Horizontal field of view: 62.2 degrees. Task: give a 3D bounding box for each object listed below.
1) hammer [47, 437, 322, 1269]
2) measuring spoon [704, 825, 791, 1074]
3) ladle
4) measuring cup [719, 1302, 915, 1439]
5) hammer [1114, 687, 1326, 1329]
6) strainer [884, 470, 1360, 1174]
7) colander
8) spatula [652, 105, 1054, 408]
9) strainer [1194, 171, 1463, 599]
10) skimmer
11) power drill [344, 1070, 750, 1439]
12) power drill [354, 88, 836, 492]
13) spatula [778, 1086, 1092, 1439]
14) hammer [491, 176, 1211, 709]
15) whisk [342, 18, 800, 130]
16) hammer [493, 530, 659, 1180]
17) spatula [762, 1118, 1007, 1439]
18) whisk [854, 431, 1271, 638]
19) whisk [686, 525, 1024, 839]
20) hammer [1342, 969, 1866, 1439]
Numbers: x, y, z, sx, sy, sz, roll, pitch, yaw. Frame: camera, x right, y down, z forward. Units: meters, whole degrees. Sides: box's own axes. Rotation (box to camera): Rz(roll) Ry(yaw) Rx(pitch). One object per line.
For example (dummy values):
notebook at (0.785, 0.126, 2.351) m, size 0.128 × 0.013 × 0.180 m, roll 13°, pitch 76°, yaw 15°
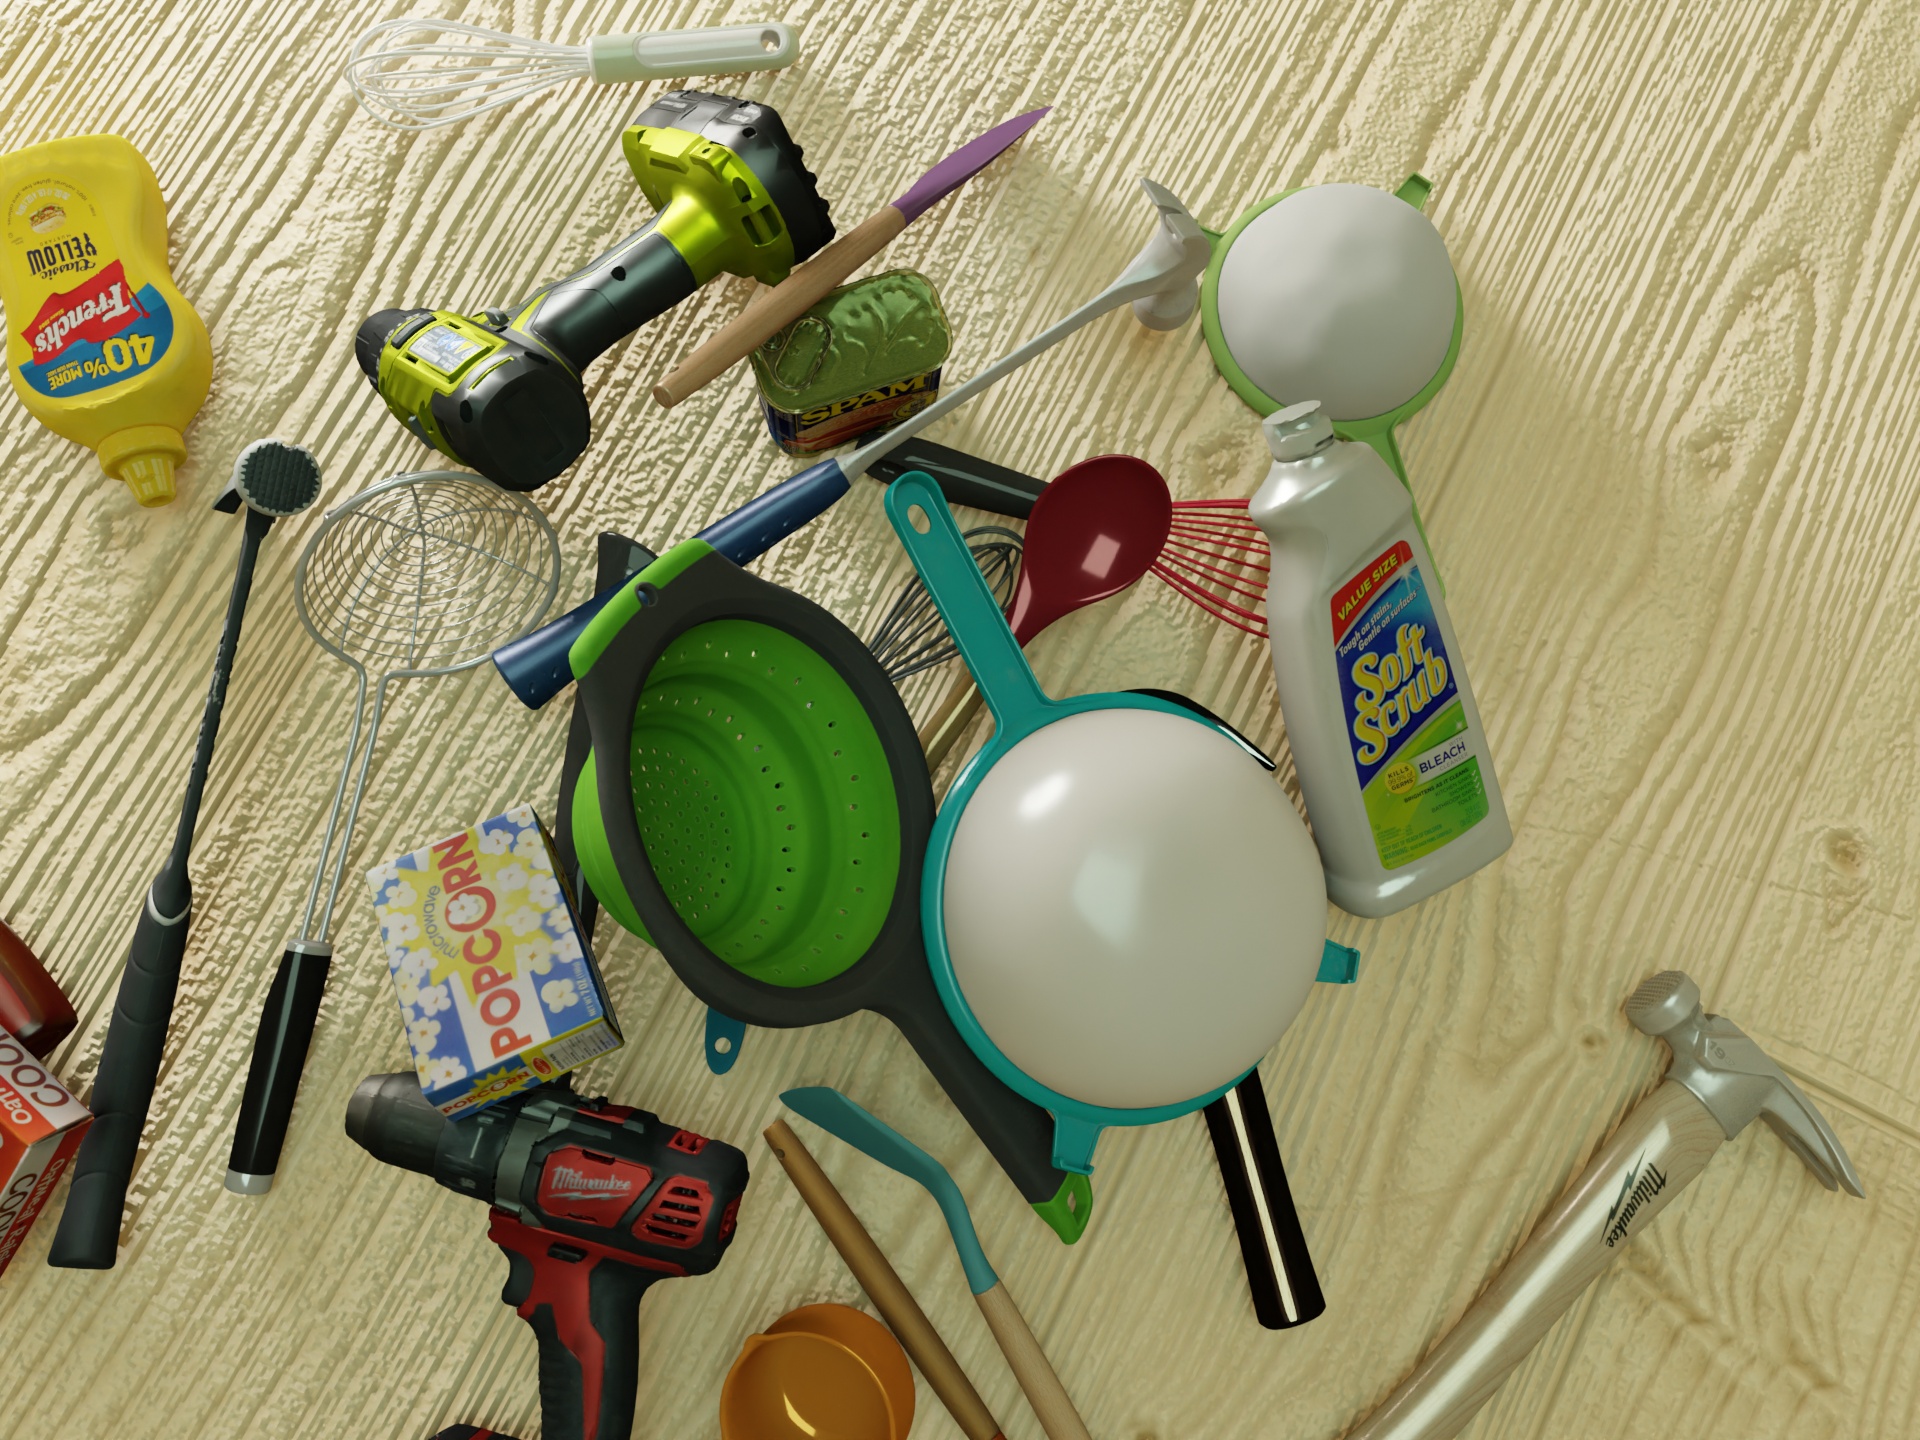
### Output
hammer at (-0.379, 0.066, 0.768) m, size 0.036 × 0.149 × 0.409 m, roll 14°, pitch 89°, yaw -29°
measuring spoon at (-0.115, 0.118, 0.821) m, size 0.042 × 0.021 × 0.128 m, roll 9°, pitch 90°, yaw -3°
ladle at (-0.001, -0.003, 0.811) m, size 0.069 × 0.031 × 0.315 m, roll 35°, pitch 94°, yaw -15°
measuring cup at (-0.097, 0.350, 0.773) m, size 0.173 × 0.052 × 0.095 m, roll -37°, pitch 83°, yaw 16°
hammer at (0.129, 0.144, 0.824) m, size 0.130 × 0.031 × 0.331 m, roll -14°, pitch 83°, yaw -6°
strainer at (0.064, 0.029, 0.738) m, size 0.211 × 0.095 × 0.340 m, roll -30°, pitch 94°, yaw -21°
colander at (-0.067, 0.108, 0.763) m, size 0.396 × 0.094 × 0.205 m, roll 56°, pitch 40°, yaw -19°
spatula at (-0.050, -0.243, 0.807) m, size 0.316 × 0.060 × 0.018 m, roll -49°, pitch 122°, yaw -35°
strainer at (0.225, -0.185, 0.862) m, size 0.151 × 0.069 × 0.256 m, roll -13°, pitch 81°, yaw -6°
skimmer at (-0.291, 0.056, 0.777) m, size 0.127 × 0.090 × 0.363 m, roll 18°, pitch 82°, yaw -44°
power drill at (-0.212, 0.280, 0.735) m, size 0.188 × 0.080 × 0.227 m, roll 15°, pitch 89°, yaw 3°
power drill at (-0.195, -0.221, 0.807) m, size 0.228 × 0.080 × 0.191 m, roll -43°, pitch 44°, yaw -15°
spatula at (0.016, 0.307, 0.782) m, size 0.044 × 0.082 × 0.317 m, roll -29°, pitch 89°, yaw -30°
hammer at (-0.050, -0.130, 0.780) m, size 0.405 × 0.144 × 0.035 m, roll -33°, pitch 84°, yaw -1°
whisk at (-0.210, -0.361, 0.871) m, size 0.246 × 0.059 × 0.058 m, roll -9°, pitch 94°, yaw -10°
hammer at (-0.200, 0.067, 0.811) m, size 0.146 × 0.035 × 0.335 m, roll 8°, pitch 81°, yaw -3°
spatula at (-0.005, 0.335, 0.777) m, size 0.081 × 0.041 × 0.323 m, roll -41°, pitch 81°, yaw 30°
whisk at (0.084, -0.104, 0.847) m, size 0.296 × 0.073 × 0.073 m, roll 17°, pitch 80°, yaw 4°
whisk at (-0.053, -0.015, 0.831) m, size 0.239 × 0.055 × 0.055 m, roll -41°, pitch 86°, yaw -4°
hammer at (0.276, 0.319, 0.805) m, size 0.410 × 0.038 × 0.146 m, roll -42°, pitch 88°, yaw -9°
